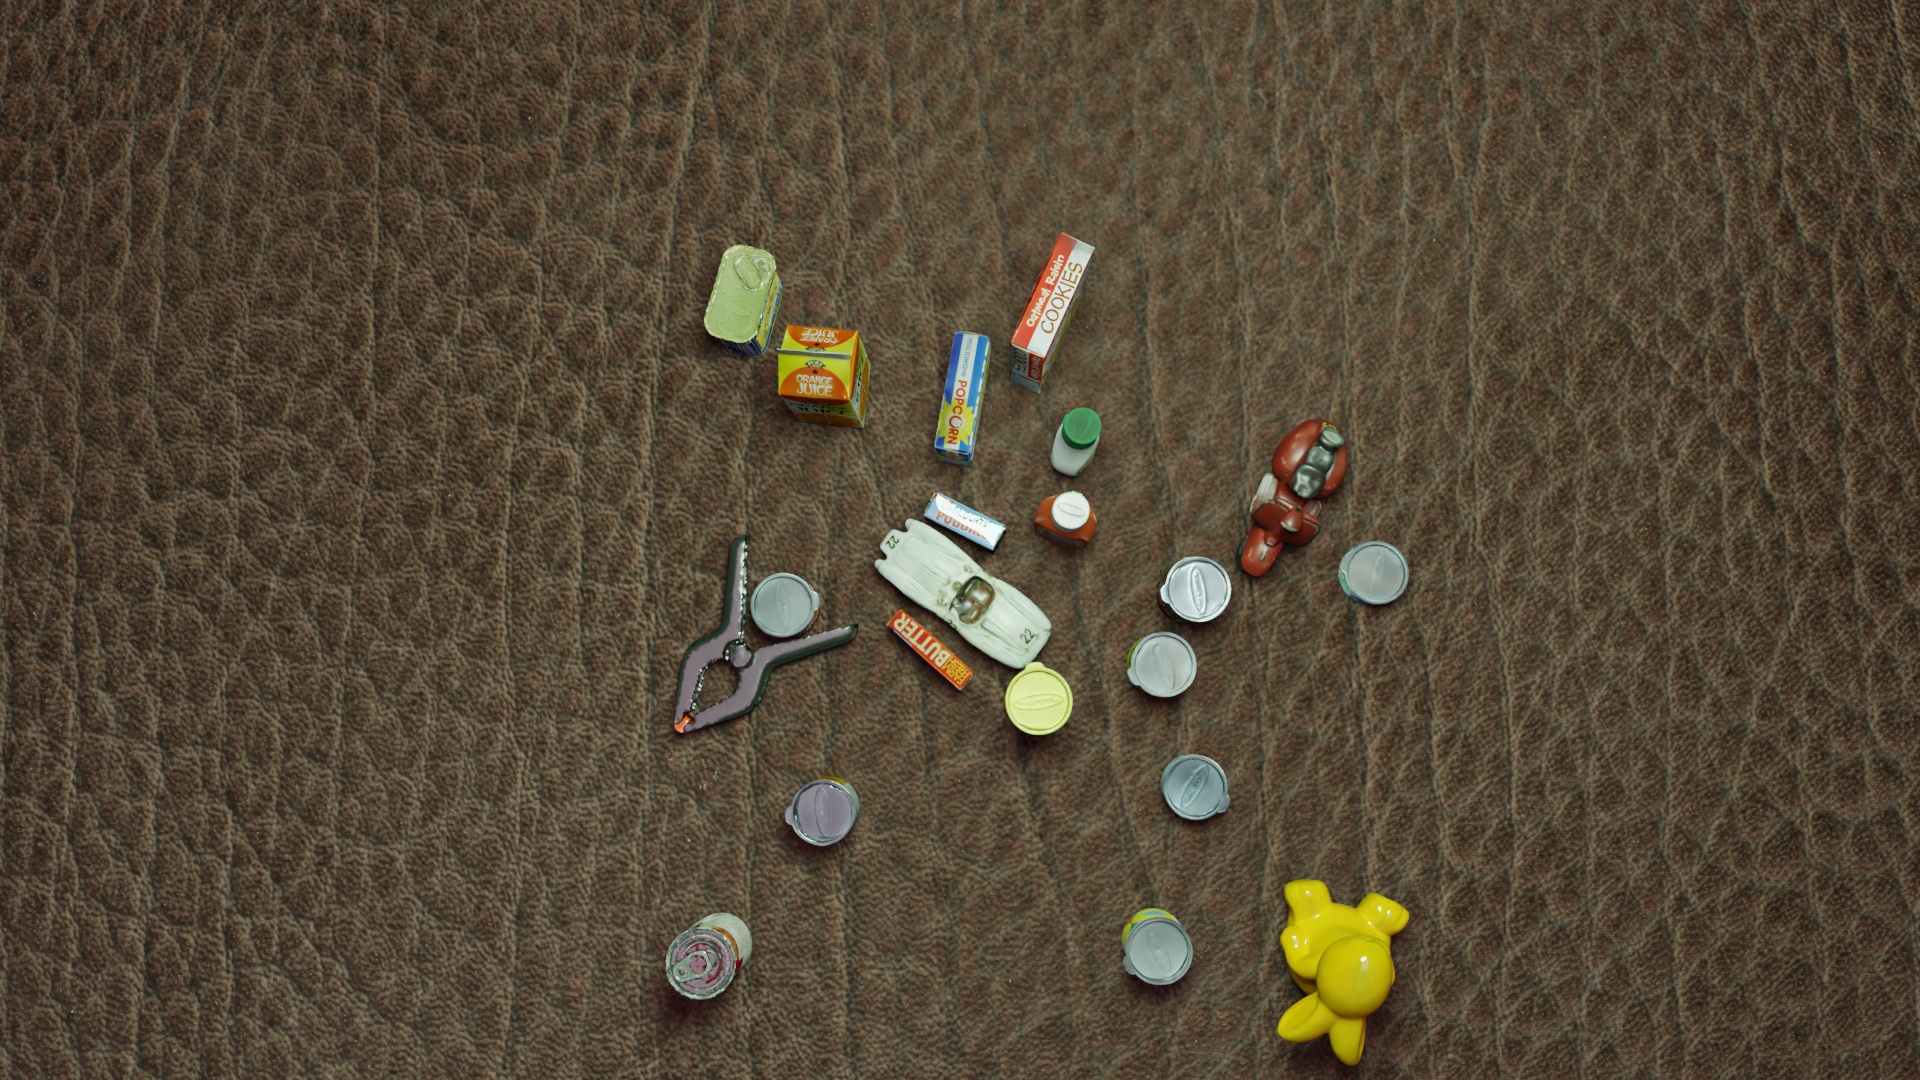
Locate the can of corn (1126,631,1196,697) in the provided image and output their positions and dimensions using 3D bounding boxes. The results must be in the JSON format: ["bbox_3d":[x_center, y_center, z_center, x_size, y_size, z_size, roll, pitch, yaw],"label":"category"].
[{"bbox_3d":[0.204,0.129,1.435,0.071,0.058,0.071,0,84,1],"label":"can of corn"}]

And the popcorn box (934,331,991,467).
[{"bbox_3d":[0.003,-0.147,1.459,0.038,0.085,0.127,10,84,2],"label":"popcorn box"}]

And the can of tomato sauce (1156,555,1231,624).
[{"bbox_3d":[0.237,0.053,1.431,0.071,0.083,0.071,0,84,1],"label":"can of tomato sauce"}]

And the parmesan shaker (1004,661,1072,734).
[{"bbox_3d":[0.078,0.160,1.412,0.071,0.103,0.071,0,84,1],"label":"parmesan shaker"}]

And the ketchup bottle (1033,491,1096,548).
[{"bbox_3d":[0.108,-0.023,1.410,0.065,0.148,0.043,20,85,3],"label":"ketchup bottle"}]

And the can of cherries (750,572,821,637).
[{"bbox_3d":[-0.179,0.069,1.450,0.071,0.058,0.071,0,84,1],"label":"can of cherries"}]

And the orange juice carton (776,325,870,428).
[{"bbox_3d":[-0.138,-0.169,1.410,0.072,0.192,0.073,6,84,2],"label":"orange juice carton"}]

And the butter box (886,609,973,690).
[{"bbox_3d":[-0.030,0.114,1.445,0.103,0.053,0.024,41,86,5],"label":"butter box"}]

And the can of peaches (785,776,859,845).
[{"bbox_3d":[-0.140,0.277,1.425,0.071,0.058,0.071,0,84,1],"label":"can of peaches"}]

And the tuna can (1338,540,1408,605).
[{"bbox_3d":[0.429,0.034,1.454,0.071,0.033,0.071,0,83,1],"label":"tuna can"}]

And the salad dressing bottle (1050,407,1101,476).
[{"bbox_3d":[0.120,-0.104,1.419,0.044,0.147,0.064,26,85,4],"label":"salad dressing bottle"}]

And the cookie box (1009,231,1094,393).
[{"bbox_3d":[0.090,-0.230,1.425,0.040,0.167,0.123,24,85,4],"label":"cookie box"}]

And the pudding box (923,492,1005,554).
[{"bbox_3d":[0.005,-0.018,1.461,0.084,0.049,0.030,27,85,4],"label":"pudding box"}]

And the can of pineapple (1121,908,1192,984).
[{"bbox_3d":[0.196,0.409,1.402,0.071,0.058,0.071,0,84,1],"label":"can of pineapple"}]

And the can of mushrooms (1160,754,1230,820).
[{"bbox_3d":[0.242,0.255,1.432,0.071,0.033,0.071,0,83,1],"label":"can of mushrooms"}]
